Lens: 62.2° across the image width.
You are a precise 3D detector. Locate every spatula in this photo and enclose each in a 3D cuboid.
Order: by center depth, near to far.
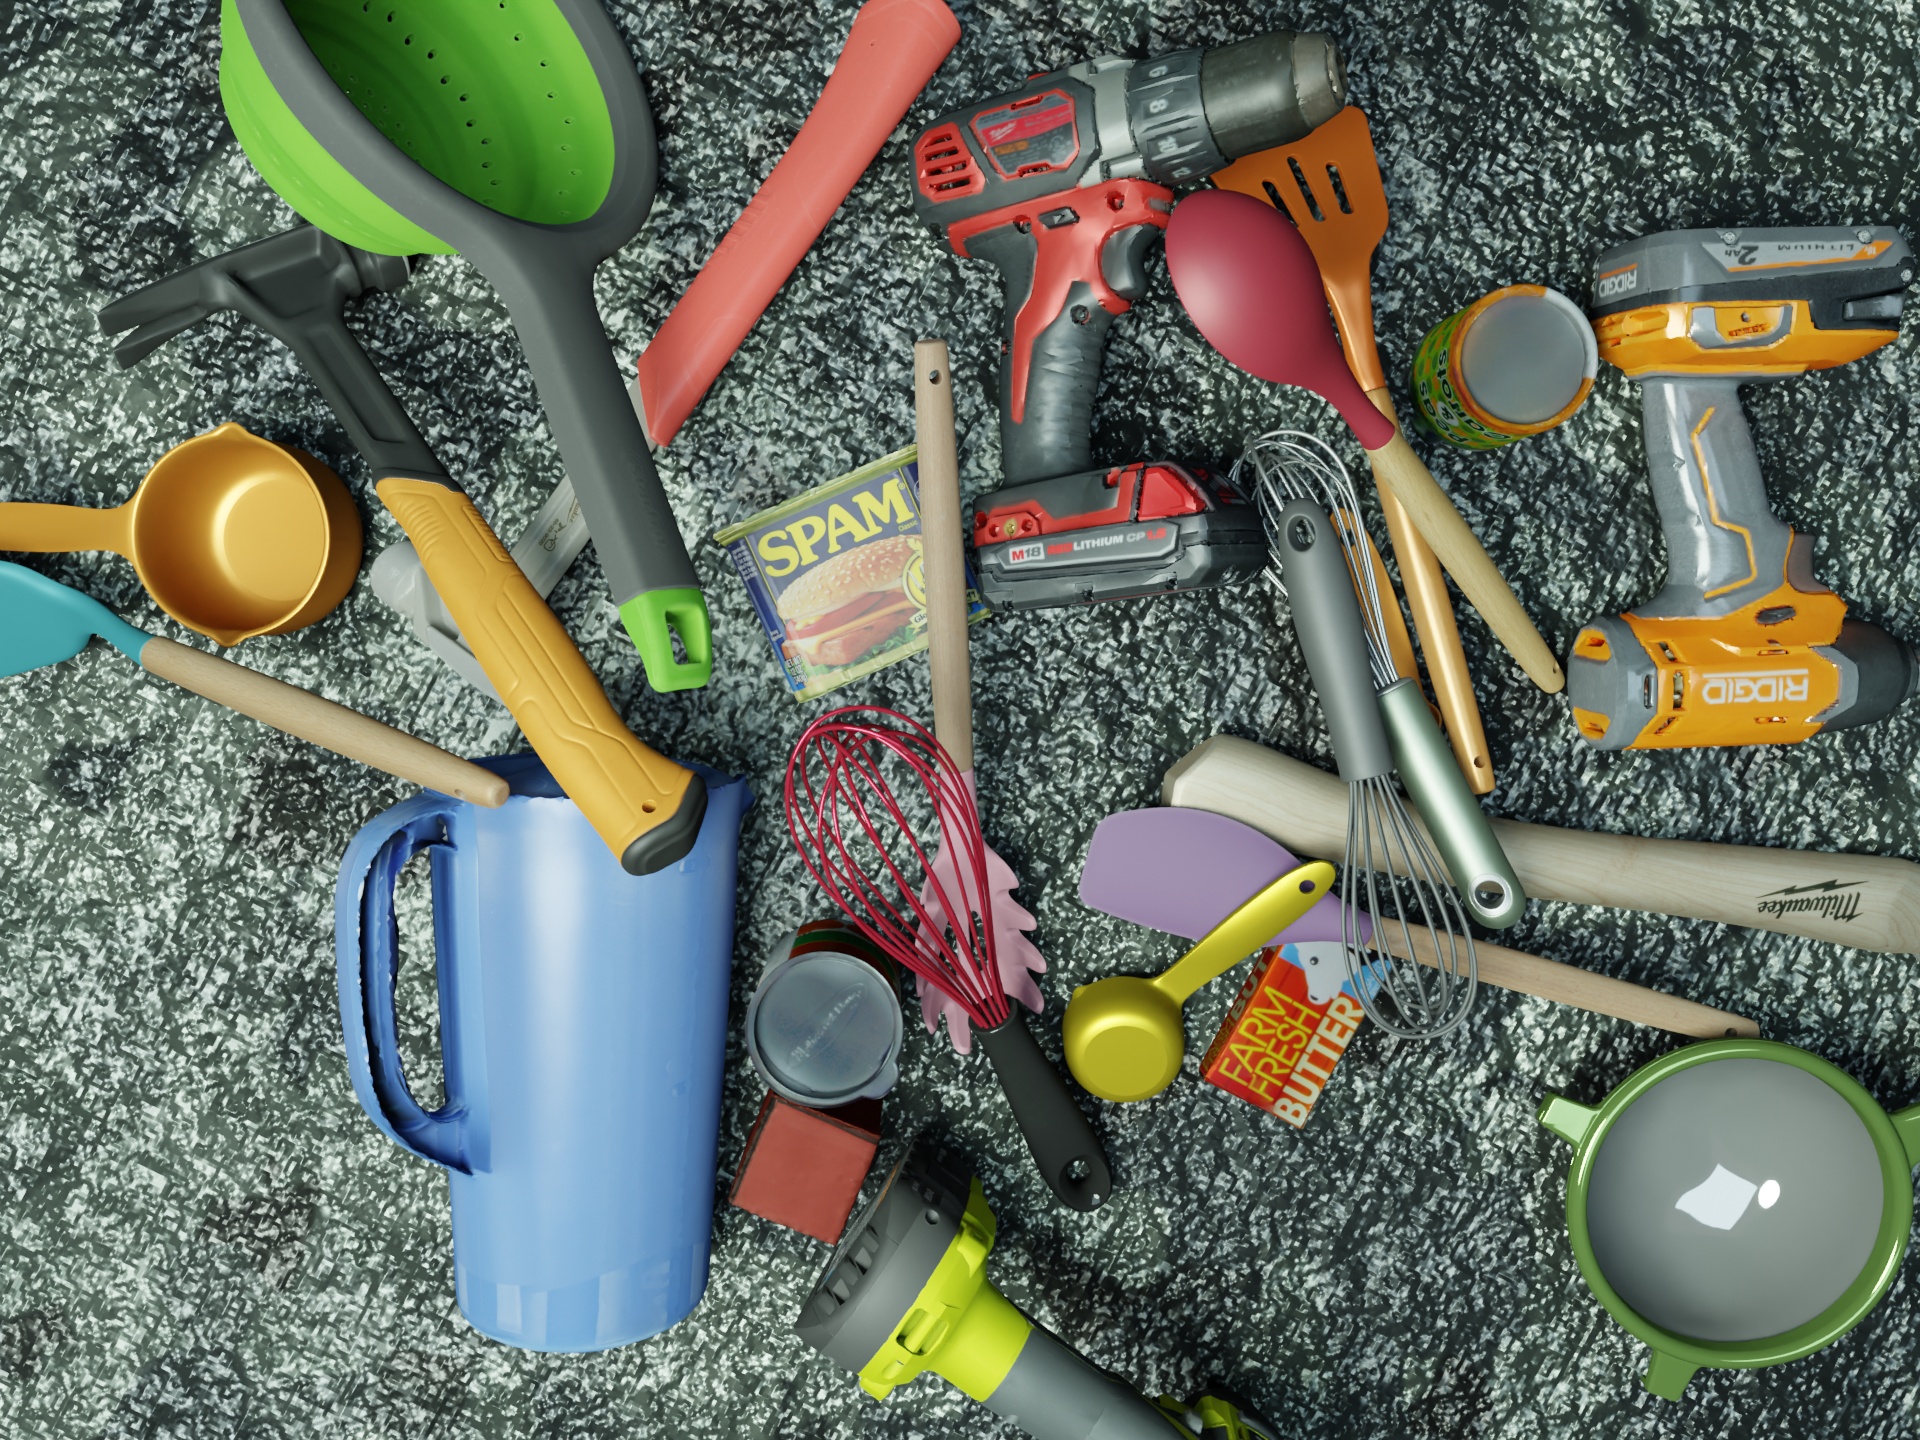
[{"bbox_3d":[-0.317,-0.011,0.648,0.318,0.082,0.044,18,52,21],"label":"spatula"},{"bbox_3d":[0.190,-0.123,0.719,0.081,0.041,0.322,-16,91,-3],"label":"spatula"},{"bbox_3d":[0.210,0.100,0.722,0.316,0.018,0.059,16,101,-1],"label":"spatula"}]

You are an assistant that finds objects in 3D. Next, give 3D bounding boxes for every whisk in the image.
[{"bbox_3d":[0.170,0.022,0.677,0.055,0.055,0.239,-14,92,-2],"label":"whisk"},{"bbox_3d":[0.006,0.112,0.680,0.073,0.073,0.295,-27,119,-1],"label":"whisk"},{"bbox_3d":[0.186,-0.020,0.708,0.058,0.059,0.246,-28,84,21],"label":"whisk"}]

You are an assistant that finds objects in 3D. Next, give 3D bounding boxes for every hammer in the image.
[{"bbox_3d":[-0.211,-0.072,0.633,0.127,0.034,0.337,-30,69,-24],"label":"hammer"},{"bbox_3d":[-0.107,-0.164,0.692,0.149,0.036,0.359,34,87,27],"label":"hammer"},{"bbox_3d":[0.296,0.078,0.744,0.410,0.038,0.146,9,94,-3],"label":"hammer"}]

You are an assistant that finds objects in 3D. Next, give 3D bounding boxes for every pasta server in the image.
[{"bbox_3d":[-0.001,-0.002,0.684,0.060,0.040,0.316,-8,113,-12],"label":"pasta server"}]

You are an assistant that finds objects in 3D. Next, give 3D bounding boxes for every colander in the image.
[{"bbox_3d":[-0.201,-0.185,0.644,0.094,0.204,0.397,-25,83,31],"label":"colander"}]

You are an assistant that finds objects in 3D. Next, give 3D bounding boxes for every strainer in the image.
[{"bbox_3d":[0.395,0.192,0.731,0.256,0.069,0.151,-23,93,3],"label":"strainer"}]

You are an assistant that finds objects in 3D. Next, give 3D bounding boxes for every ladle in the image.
[{"bbox_3d":[0.183,-0.100,0.656,0.315,0.031,0.069,41,62,-36],"label":"ladle"}]

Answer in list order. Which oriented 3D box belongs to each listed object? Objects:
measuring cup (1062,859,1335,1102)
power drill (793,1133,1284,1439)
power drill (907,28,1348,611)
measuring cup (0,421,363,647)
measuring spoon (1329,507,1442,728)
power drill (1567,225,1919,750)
[{"bbox_3d":[0.109,0.117,0.714,0.062,0.029,0.156,42,112,-13],"label":"measuring cup"},{"bbox_3d":[0.047,0.282,0.686,0.223,0.171,0.080,36,91,5],"label":"power drill"},{"bbox_3d":[0.077,-0.167,0.670,0.188,0.080,0.226,-6,92,29],"label":"power drill"},{"bbox_3d":[-0.350,-0.082,0.702,0.173,0.052,0.095,3,94,5],"label":"measuring cup"},{"bbox_3d":[0.197,-0.045,0.747,0.021,0.011,0.117,-22,90,-1],"label":"measuring spoon"},{"bbox_3d":[0.364,-0.101,0.718,0.164,0.084,0.226,-2,97,-3],"label":"power drill"}]
